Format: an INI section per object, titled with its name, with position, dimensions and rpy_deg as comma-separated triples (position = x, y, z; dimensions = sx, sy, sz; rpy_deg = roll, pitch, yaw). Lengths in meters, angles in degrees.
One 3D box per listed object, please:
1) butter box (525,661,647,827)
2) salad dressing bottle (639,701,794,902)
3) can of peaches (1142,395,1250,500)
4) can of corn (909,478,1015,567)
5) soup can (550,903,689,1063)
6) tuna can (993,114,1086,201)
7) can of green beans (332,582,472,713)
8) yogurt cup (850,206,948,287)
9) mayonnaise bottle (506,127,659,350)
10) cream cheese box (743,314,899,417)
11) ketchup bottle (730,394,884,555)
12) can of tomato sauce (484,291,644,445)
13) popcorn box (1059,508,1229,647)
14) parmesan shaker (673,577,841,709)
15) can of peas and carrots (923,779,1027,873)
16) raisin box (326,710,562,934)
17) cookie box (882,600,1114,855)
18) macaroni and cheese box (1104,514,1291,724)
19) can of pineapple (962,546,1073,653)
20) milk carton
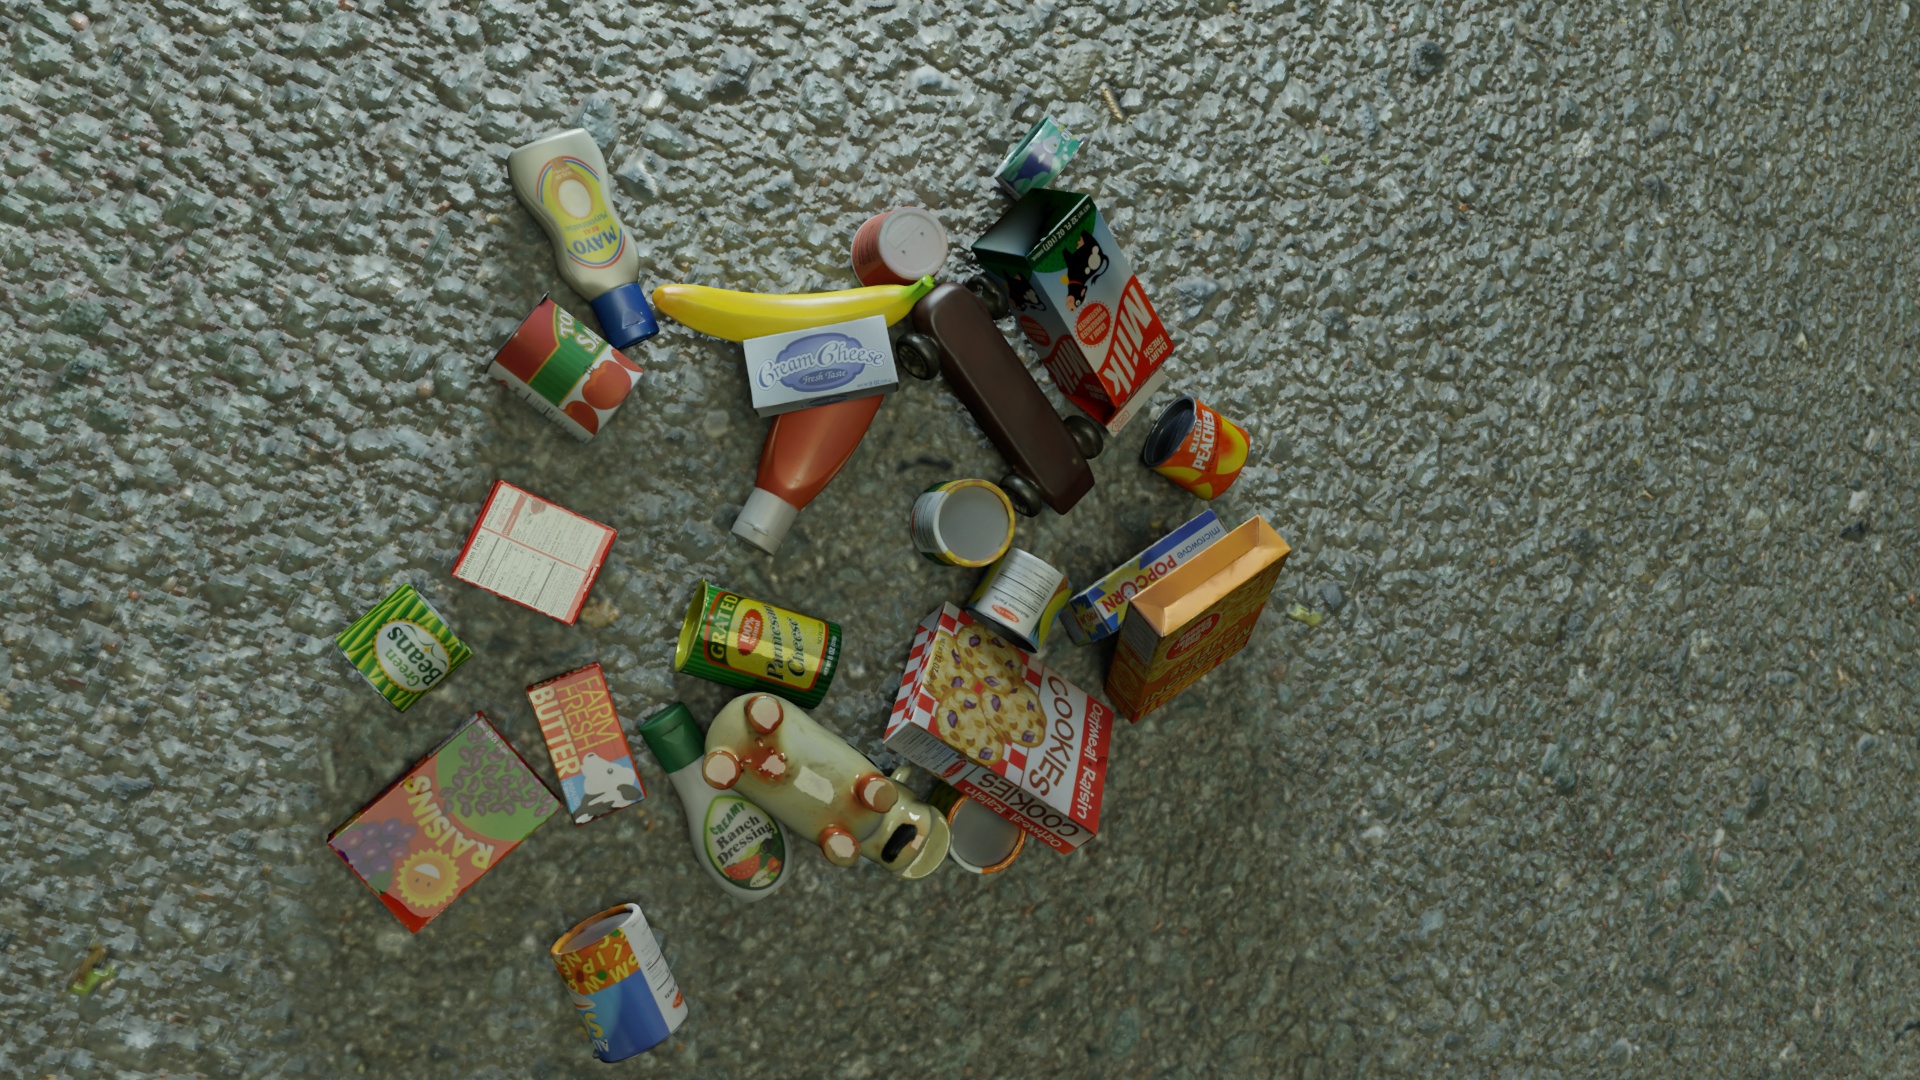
[butter box]
position = -0.260, 0.141, 0.967
dimensions = 0.053, 0.024, 0.103
rpy_deg = -20, 96, -18
[salad dressing bottle]
position = -0.174, 0.185, 0.986
dimensions = 0.064, 0.044, 0.147
rpy_deg = -34, 100, -18
[can of peaches]
position = 0.189, -0.073, 1.104
dimensions = 0.058, 0.071, 0.071
rpy_deg = 30, 80, -18
[can of corn]
position = 0.004, -0.013, 1.044
dimensions = 0.071, 0.058, 0.071
rpy_deg = 0, 90, -19
[soup can]
position = -0.236, 0.304, 0.952
dimensions = 0.071, 0.071, 0.083
rpy_deg = -26, 97, -18
[tuna can]
position = 0.060, -0.292, 1.062
dimensions = 0.033, 0.071, 0.071
rpy_deg = 41, 77, -14
[can of green beans]
position = -0.364, 0.070, 0.909
dimensions = 0.058, 0.071, 0.071
rpy_deg = -42, 103, -15
[yogurt cup]
position = -0.043, -0.215, 1.033
dimensions = 0.072, 0.054, 0.072
rpy_deg = 0, 89, -19
[mayonnaise bottle]
position = -0.256, -0.206, 0.964
dimensions = 0.065, 0.041, 0.148
rpy_deg = -27, 98, -19
[cream cheese box]
position = -0.099, -0.124, 0.986
dimensions = 0.104, 0.024, 0.053
rpy_deg = -11, 79, -3
[ketchup bottle]
position = -0.115, -0.062, 1.010
dimensions = 0.065, 0.043, 0.149
rpy_deg = 30, 80, -9
[can of tomato sauce]
position = -0.267, -0.116, 0.945
dimensions = 0.083, 0.071, 0.071
rpy_deg = 38, 78, -16
[popcorn box]
position = 0.143, 0.030, 1.077
dimensions = 0.127, 0.085, 0.038
rpy_deg = -33, 87, -17
[parmesan shaker]
position = -0.143, 0.073, 0.988
dimensions = 0.103, 0.071, 0.071
rpy_deg = 18, 84, -19
[can of peas and carrots]
position = 0.012, 0.210, 1.044
dimensions = 0.071, 0.058, 0.071
rpy_deg = 0, 90, -20
[raisin box]
position = -0.343, 0.187, 0.929
dimensions = 0.124, 0.040, 0.086
rpy_deg = -42, 103, -16
[cookie box]
position = 0.034, 0.138, 1.028
dimensions = 0.167, 0.040, 0.123
rpy_deg = 34, 40, -16
[macaroni and cheese box]
position = 0.176, 0.063, 1.052
dimensions = 0.124, 0.165, 0.040
rpy_deg = -32, 67, -17
[can of pineapple]
position = 0.044, 0.045, 1.056
dimensions = 0.071, 0.071, 0.058
rpy_deg = 34, 78, -16
[milk carton]
position = 0.096, -0.168, 1.055
dimensions = 0.072, 0.073, 0.190
rpy_deg = -47, 125, -13
